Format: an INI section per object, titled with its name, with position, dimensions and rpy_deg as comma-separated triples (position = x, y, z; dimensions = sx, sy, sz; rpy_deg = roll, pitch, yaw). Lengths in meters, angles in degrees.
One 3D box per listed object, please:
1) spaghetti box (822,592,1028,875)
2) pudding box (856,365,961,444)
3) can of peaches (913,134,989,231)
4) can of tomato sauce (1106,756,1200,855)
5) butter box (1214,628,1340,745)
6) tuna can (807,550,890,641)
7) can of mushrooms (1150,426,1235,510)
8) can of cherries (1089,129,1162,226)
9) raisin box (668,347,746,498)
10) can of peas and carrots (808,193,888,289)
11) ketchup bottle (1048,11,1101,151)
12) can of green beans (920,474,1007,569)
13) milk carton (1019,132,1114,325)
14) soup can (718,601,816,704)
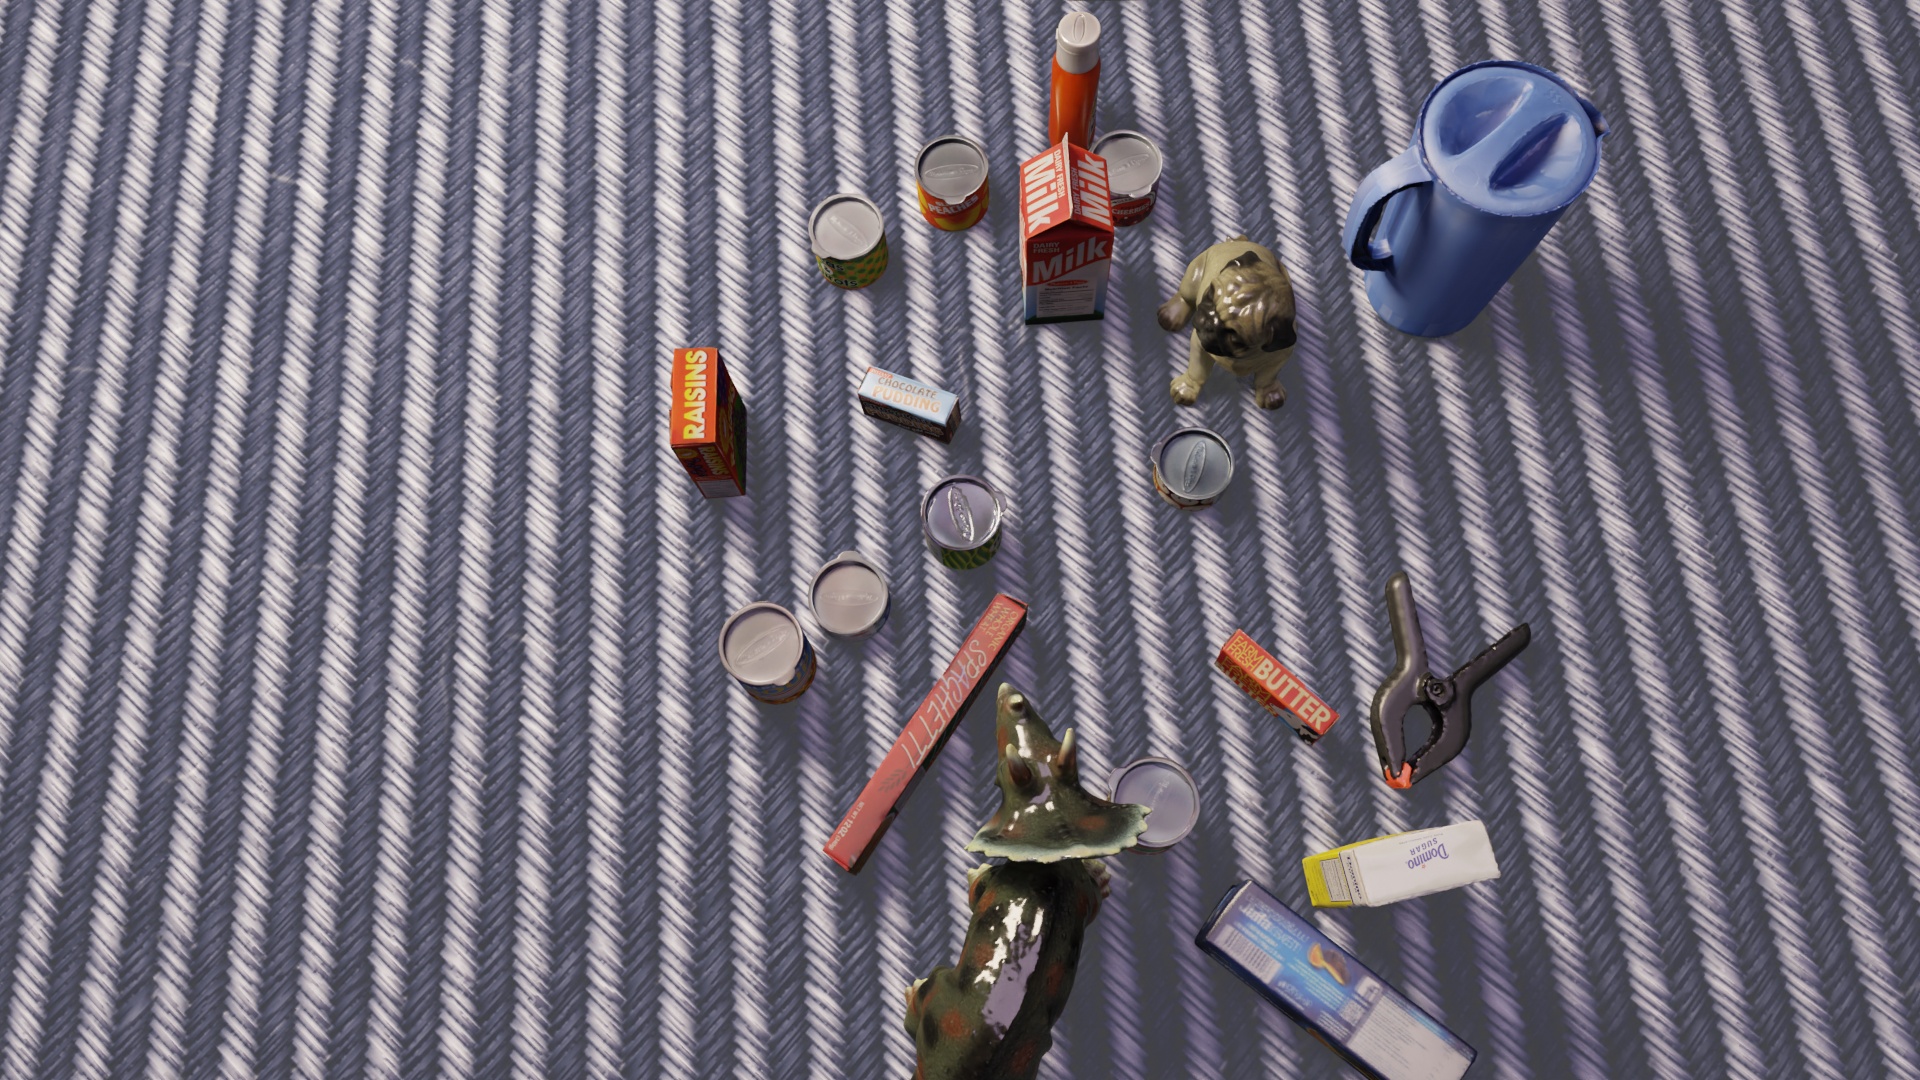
[spaghetti box]
position = -0.024, 0.151, 1.102
dimensions = 0.029, 0.050, 0.251
rpy_deg = 32, 76, 12
[pudding box]
position = -0.043, -0.116, 1.192
dimensions = 0.084, 0.049, 0.030
rpy_deg = 21, 74, 9
[can of peaches]
position = -0.007, -0.319, 1.254
dimensions = 0.071, 0.058, 0.071
rpy_deg = -1, 72, 2
[can of tomato sauce]
position = 0.143, 0.204, 1.061
dimensions = 0.071, 0.083, 0.071
rpy_deg = -1, 72, 2
[butter box]
position = 0.249, 0.117, 1.102
dimensions = 0.103, 0.053, 0.024
rpy_deg = 42, 78, 14
[tuna can]
position = -0.091, 0.047, 1.148
dimensions = 0.071, 0.032, 0.071
rpy_deg = -1, 72, 2
[can of mushrooms]
position = 0.194, -0.061, 1.173
dimensions = 0.071, 0.033, 0.071
rpy_deg = -1, 72, 2
[can of cherries]
position = 0.147, -0.323, 1.249
dimensions = 0.071, 0.058, 0.071
rpy_deg = -1, 72, 2
[raisin box]
position = -0.208, -0.096, 1.152
dimensions = 0.040, 0.123, 0.086
rpy_deg = -2, 72, 2
[can of peas and carrots]
position = -0.100, -0.264, 1.238
dimensions = 0.071, 0.058, 0.071
rpy_deg = -1, 72, 2
[ketchup bottle]
position = 0.101, -0.405, 1.231
dimensions = 0.043, 0.148, 0.065
rpy_deg = 5, 72, 4
[can of green beans]
position = 0.002, -0.014, 1.152
dimensions = 0.071, 0.057, 0.071
rpy_deg = -1, 72, 2
[milk carton]
position = 0.087, -0.256, 1.160
dimensions = 0.073, 0.190, 0.072
rpy_deg = -4, 72, 1
[soup can]
position = -0.151, 0.094, 1.108
dimensions = 0.071, 0.083, 0.071
rpy_deg = -1, 72, 2
